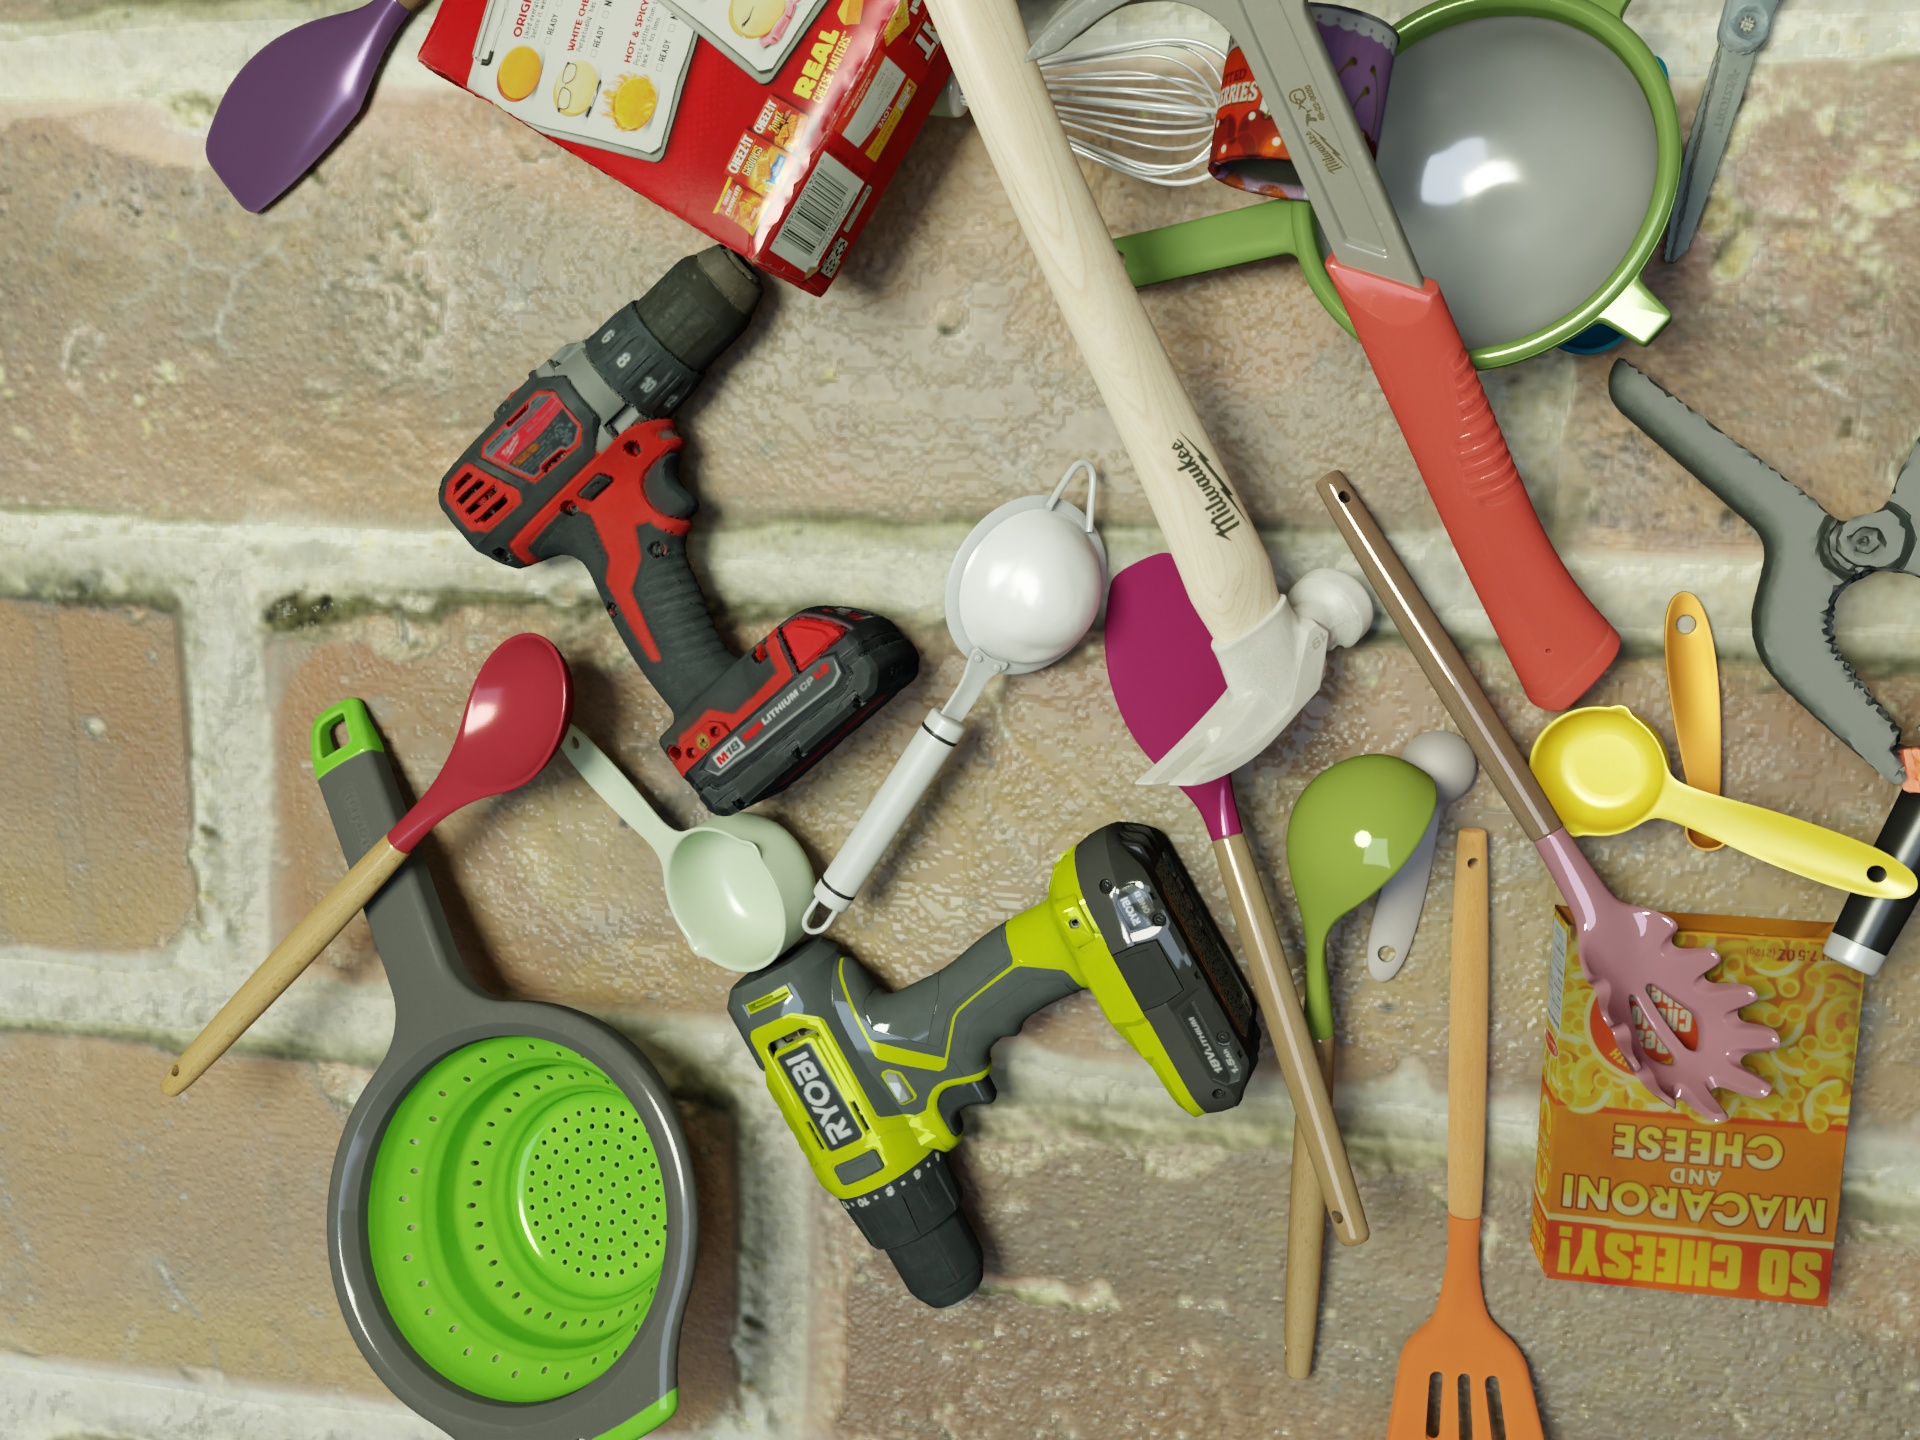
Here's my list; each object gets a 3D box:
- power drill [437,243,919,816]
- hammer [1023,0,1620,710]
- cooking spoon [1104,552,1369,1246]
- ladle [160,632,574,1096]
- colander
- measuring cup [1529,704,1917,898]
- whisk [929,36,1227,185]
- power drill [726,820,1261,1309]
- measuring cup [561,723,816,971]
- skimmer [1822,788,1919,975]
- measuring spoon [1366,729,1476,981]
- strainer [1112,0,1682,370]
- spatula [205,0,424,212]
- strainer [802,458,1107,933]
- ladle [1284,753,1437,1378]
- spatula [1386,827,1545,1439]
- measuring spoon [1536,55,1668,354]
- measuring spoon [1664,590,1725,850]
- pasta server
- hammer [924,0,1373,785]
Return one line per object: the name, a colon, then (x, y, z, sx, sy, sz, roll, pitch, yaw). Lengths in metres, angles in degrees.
power drill: (-0.117, -0.090, 0.749, 0.188, 0.080, 0.227, -40, 87, 14)
hammer: (0.169, -0.140, 0.622, 0.149, 0.037, 0.358, -9, 129, 37)
cooking spoon: (0.128, 0.077, 0.718, 0.069, 0.017, 0.319, -23, 79, 42)
ladle: (-0.293, 0.079, 0.783, 0.315, 0.031, 0.069, -45, 60, 10)
colander: (-0.237, 0.171, 0.816, 0.204, 0.094, 0.397, -29, 75, 13)
measuring cup: (0.324, 0.039, 0.682, 0.157, 0.029, 0.062, 23, 107, 25)
whisk: (0.007, -0.278, 0.699, 0.246, 0.058, 0.059, 14, 120, 18)
power drill: (0.023, 0.166, 0.761, 0.228, 0.080, 0.190, -28, 93, 17)
measuring cup: (-0.137, 0.052, 0.794, 0.168, 0.038, 0.083, 43, 126, 16)
skimmer: (0.429, -0.066, 0.621, 0.127, 0.090, 0.363, 28, 98, 32)
measuring spoon: (0.210, 0.065, 0.736, 0.034, 0.018, 0.124, 14, 102, 9)
strainer: (0.173, -0.212, 0.684, 0.256, 0.069, 0.151, -5, 89, 30)
spatula: (-0.251, -0.364, 0.759, 0.316, 0.018, 0.060, -36, 89, 15)
strainer: (-0.001, -0.002, 0.736, 0.086, 0.050, 0.258, 25, 104, -36)
ladle: (0.178, 0.170, 0.743, 0.062, 0.078, 0.320, 0, 106, 1)
spatula: (0.238, 0.211, 0.743, 0.081, 0.041, 0.322, 0, 98, 12)
measuring spoon: (0.279, -0.219, 0.682, 0.042, 0.021, 0.128, 15, 92, 9)
measuring spoon: (0.327, 0.000, 0.709, 0.021, 0.011, 0.117, -7, 94, 14)
pasta server: (0.242, 0.024, 0.687, 0.060, 0.040, 0.316, -29, 81, -4)
hammer: (0.045, -0.171, 0.622, 0.038, 0.146, 0.410, -4, 120, 50)
